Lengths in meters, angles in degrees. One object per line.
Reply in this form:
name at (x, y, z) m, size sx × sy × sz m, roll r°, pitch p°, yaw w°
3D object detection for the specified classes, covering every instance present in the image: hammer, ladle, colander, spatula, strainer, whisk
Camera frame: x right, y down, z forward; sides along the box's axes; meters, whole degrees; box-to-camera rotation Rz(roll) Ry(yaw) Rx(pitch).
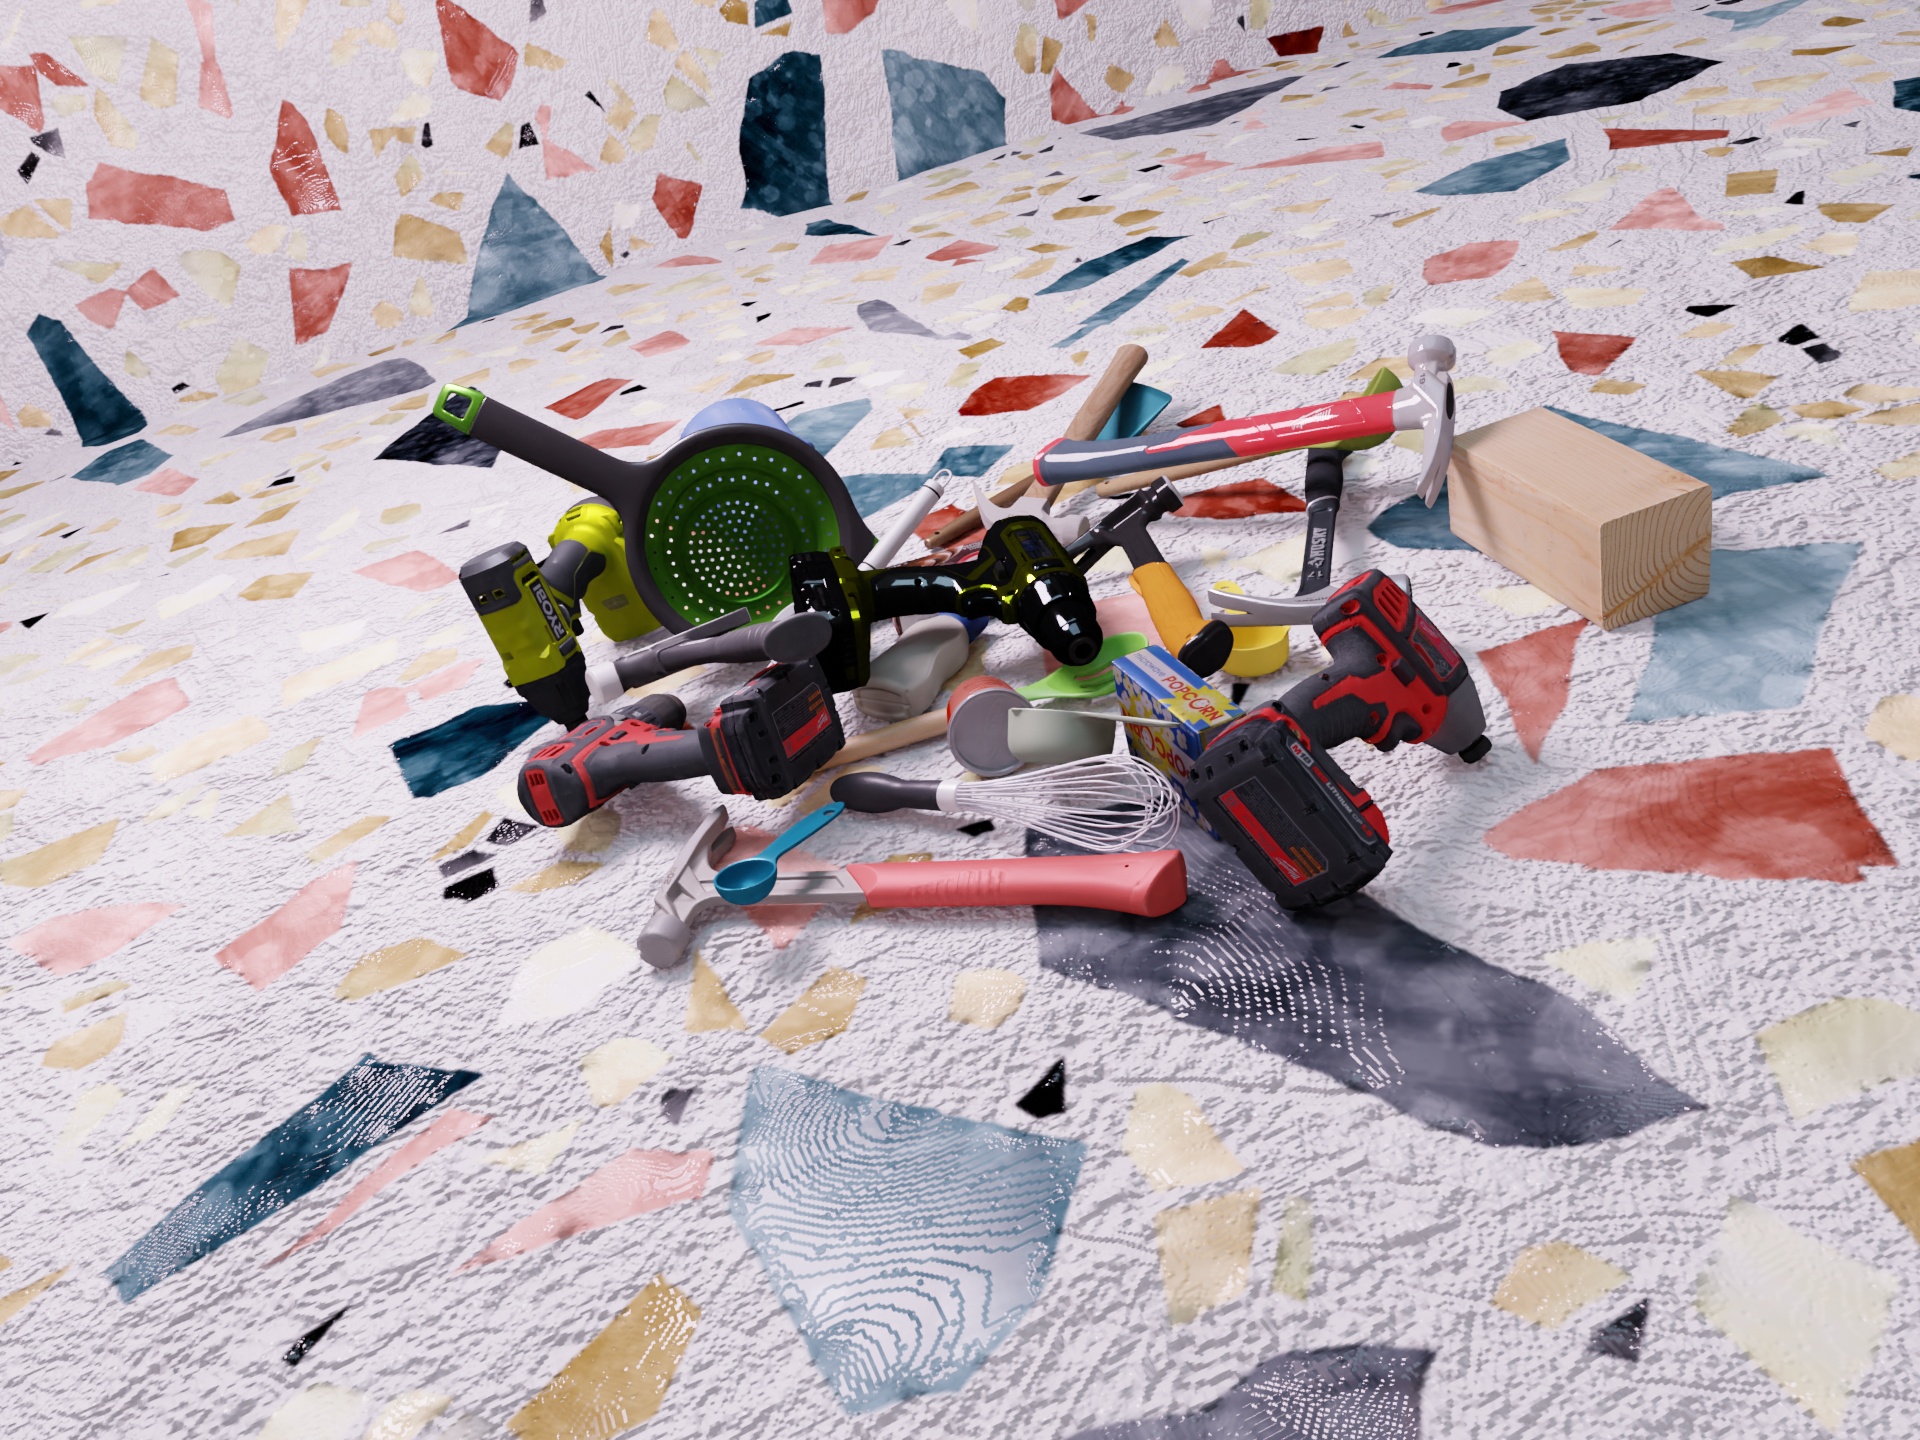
hammer at (0.299, -0.170, 1.335) m, size 0.149 × 0.036 × 0.409 m, roll -4°, pitch 26°, yaw 17°
ladle at (0.253, -0.252, 1.447) m, size 0.320 × 0.062 × 0.078 m, roll -8°, pitch 36°, yaw 38°
hammer at (0.114, -0.279, 1.576) m, size 0.130 × 0.031 × 0.331 m, roll 9°, pitch 45°, yaw 24°
colander at (-0.269, -0.191, 1.408) m, size 0.397 × 0.204 × 0.094 m, roll 25°, pitch -4°, yaw -11°
spatula at (0.082, -0.254, 1.597) m, size 0.317 × 0.044 × 0.082 m, roll -34°, pitch 43°, yaw -28°
strainer at (-0.084, -0.120, 1.380) m, size 0.087 × 0.050 × 0.258 m, roll 29°, pitch 74°, yaw 28°
hammer at (-0.030, 0.102, 1.047) m, size 0.359 × 0.036 × 0.149 m, roll -4°, pitch 31°, yaw 19°
hammer at (0.229, -0.228, 1.367) m, size 0.386 × 0.038 × 0.143 m, roll -4°, pitch 67°, yaw 36°
hammer at (0.146, -0.103, 1.234) m, size 0.127 × 0.034 × 0.337 m, roll -37°, pitch 21°, yaw 11°
whisk at (0.022, 0.052, 1.090) m, size 0.285 × 0.070 × 0.070 m, roll 1°, pitch 33°, yaw 35°
hammer at (-0.176, -0.057, 1.218) m, size 0.146 × 0.035 × 0.335 m, roll -24°, pitch 10°, yaw -26°

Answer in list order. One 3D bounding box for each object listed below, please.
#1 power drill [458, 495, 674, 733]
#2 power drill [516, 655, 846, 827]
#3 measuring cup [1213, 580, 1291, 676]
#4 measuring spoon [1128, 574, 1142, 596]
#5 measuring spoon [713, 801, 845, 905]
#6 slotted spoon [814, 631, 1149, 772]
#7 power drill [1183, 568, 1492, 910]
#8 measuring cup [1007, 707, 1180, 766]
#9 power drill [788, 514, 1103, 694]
power drill at (-0.341, -0.098, 1.413) m, size 0.080 × 0.171 × 0.223 m, roll -16°, pitch 20°, yaw 20°
power drill at (-0.204, 0.011, 1.217) m, size 0.227 × 0.080 × 0.188 m, roll -11°, pitch 16°, yaw 26°
measuring cup at (0.220, -0.074, 1.249) m, size 0.062 × 0.029 × 0.157 m, roll -10°, pitch 23°, yaw 3°
measuring spoon at (0.169, -0.105, 1.334) m, size 0.021 × 0.011 × 0.117 m, roll -21°, pitch 30°, yaw -11°
measuring spoon at (-0.115, 0.090, 1.062) m, size 0.042 × 0.021 × 0.128 m, roll 3°, pitch 25°, yaw 34°
slotted spoon at (-0.002, -0.004, 1.226) m, size 0.314 × 0.031 × 0.070 m, roll -18°, pitch 29°, yaw -1°
power drill at (0.247, 0.012, 0.988) m, size 0.220 × 0.143 × 0.078 m, roll -43°, pitch 3°, yaw -38°
measuring cup at (0.092, 0.014, 1.069) m, size 0.083 × 0.038 × 0.168 m, roll 5°, pitch -1°, yaw -30°
power drill at (-0.009, -0.087, 1.248) m, size 0.228 × 0.080 × 0.191 m, roll -10°, pitch 33°, yaw -10°
